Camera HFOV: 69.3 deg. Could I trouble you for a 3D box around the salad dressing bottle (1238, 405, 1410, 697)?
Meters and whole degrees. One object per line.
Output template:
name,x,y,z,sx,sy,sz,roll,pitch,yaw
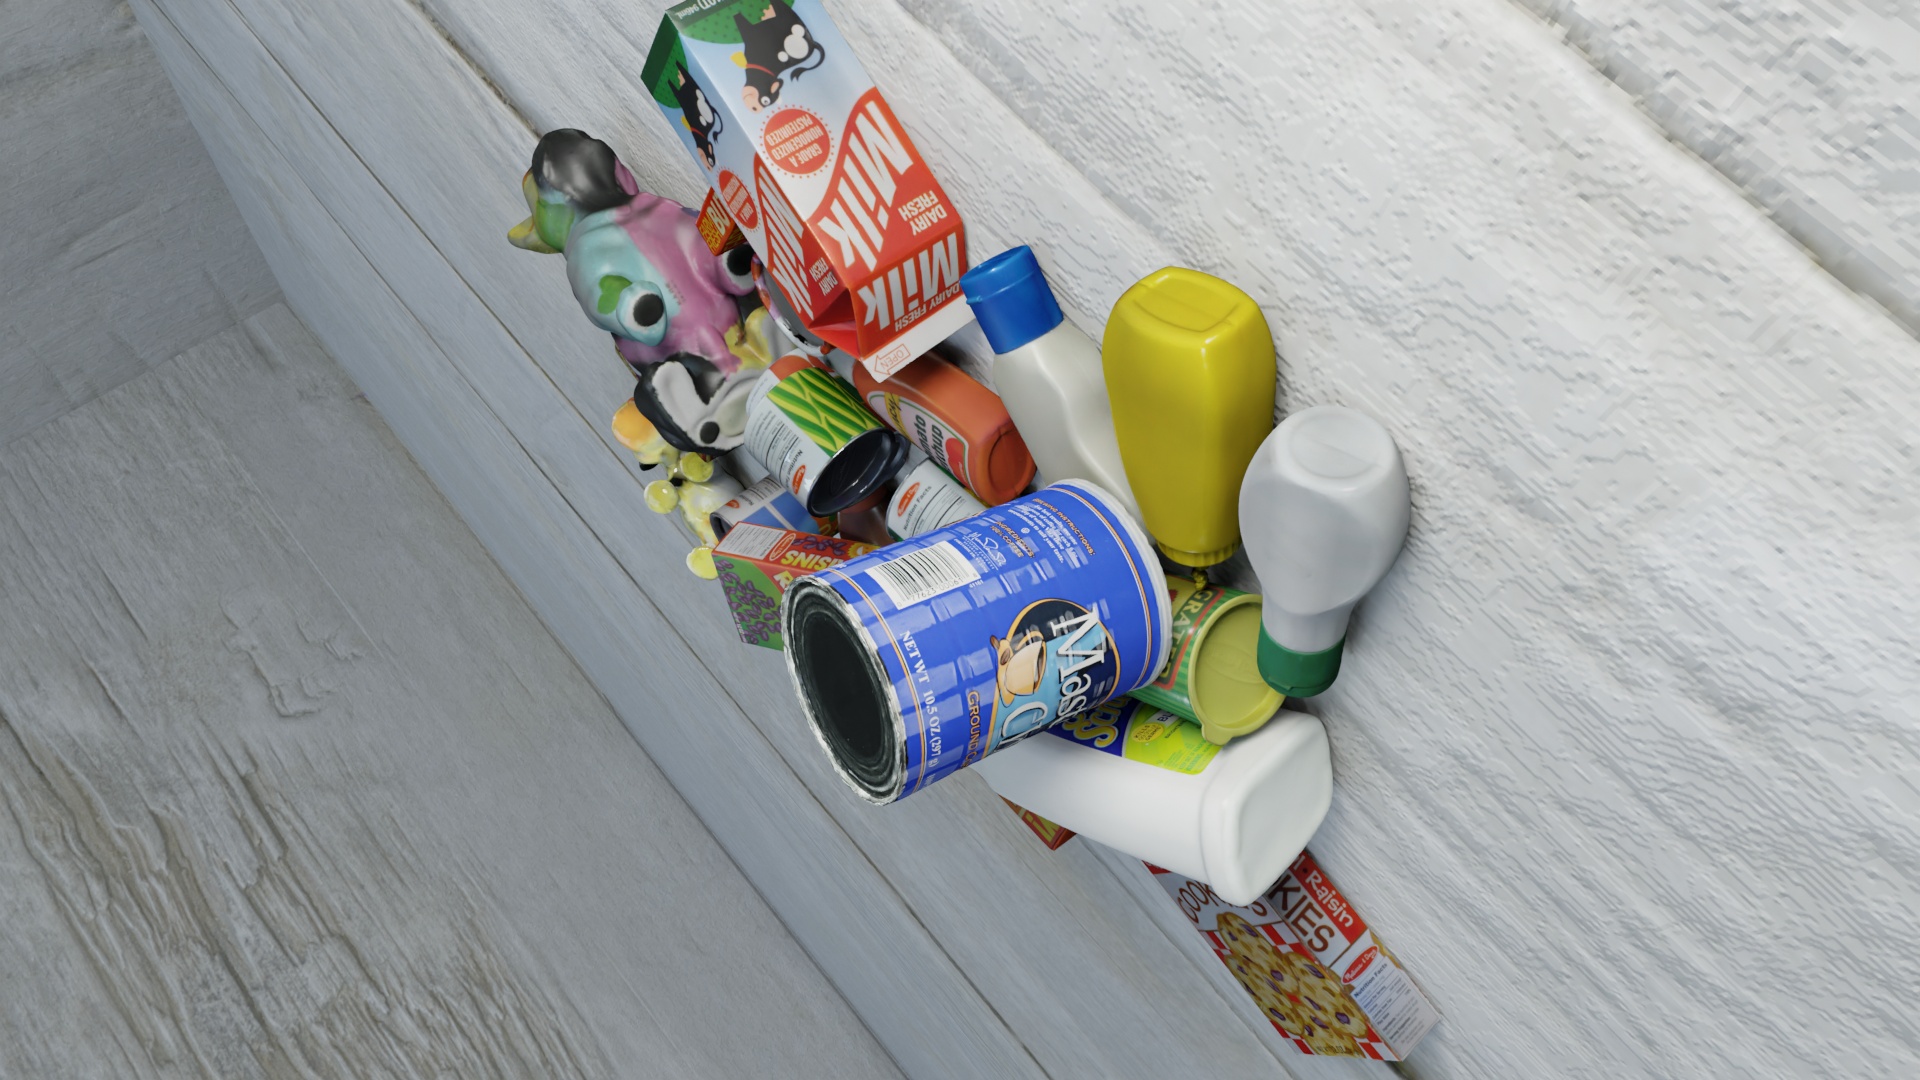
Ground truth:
salad dressing bottle,0.143,0.011,0.562,0.064,0.044,0.147,27,149,25

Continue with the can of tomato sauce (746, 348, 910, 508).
can of tomato sauce,-0.081,-0.071,0.865,0.083,0.071,0.071,47,157,17

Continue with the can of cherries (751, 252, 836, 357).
can of cherries,-0.071,-0.142,0.743,0.071,0.058,0.071,43,156,24

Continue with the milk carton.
milk carton,-0.067,-0.173,0.672,0.190,0.072,0.073,56,158,-6

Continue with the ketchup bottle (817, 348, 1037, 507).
ketchup bottle,-0.022,-0.080,0.760,0.149,0.044,0.064,39,160,33

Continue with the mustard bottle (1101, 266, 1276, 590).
mustard bottle,0.097,-0.036,0.578,0.065,0.049,0.159,34,152,35

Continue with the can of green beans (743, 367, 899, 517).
can of green beans,-0.080,-0.056,0.790,0.058,0.071,0.071,43,156,19

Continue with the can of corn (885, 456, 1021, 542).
can of corn,0.003,-0.010,0.788,0.058,0.071,0.070,41,155,28

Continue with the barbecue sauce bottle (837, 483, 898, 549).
barbecue sauce bottle,-0.053,0.001,0.944,0.065,0.044,0.148,13,135,46

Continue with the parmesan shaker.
parmesan shaker,0.100,0.051,0.670,0.103,0.071,0.071,16,138,56

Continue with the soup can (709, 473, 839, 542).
soup can,-0.130,-0.013,1.022,0.071,0.084,0.071,43,156,25

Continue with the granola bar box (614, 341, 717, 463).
granola bar box,-0.214,-0.144,1.056,0.124,0.039,0.165,50,158,8

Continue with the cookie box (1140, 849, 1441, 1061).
cookie box,0.180,0.222,0.807,0.167,0.040,0.122,51,158,6

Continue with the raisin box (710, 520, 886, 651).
raisin box,-0.099,0.039,0.941,0.123,0.040,0.085,10,131,27

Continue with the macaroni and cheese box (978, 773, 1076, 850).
macaroni and cheese box,0.032,0.091,0.853,0.167,0.040,0.123,45,134,21

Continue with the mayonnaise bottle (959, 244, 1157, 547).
mayonnaise bottle,0.049,-0.064,0.646,0.064,0.041,0.147,3,125,60

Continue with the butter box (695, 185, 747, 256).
butter box,-0.110,-0.192,0.755,0.024,0.053,0.103,57,158,-3
